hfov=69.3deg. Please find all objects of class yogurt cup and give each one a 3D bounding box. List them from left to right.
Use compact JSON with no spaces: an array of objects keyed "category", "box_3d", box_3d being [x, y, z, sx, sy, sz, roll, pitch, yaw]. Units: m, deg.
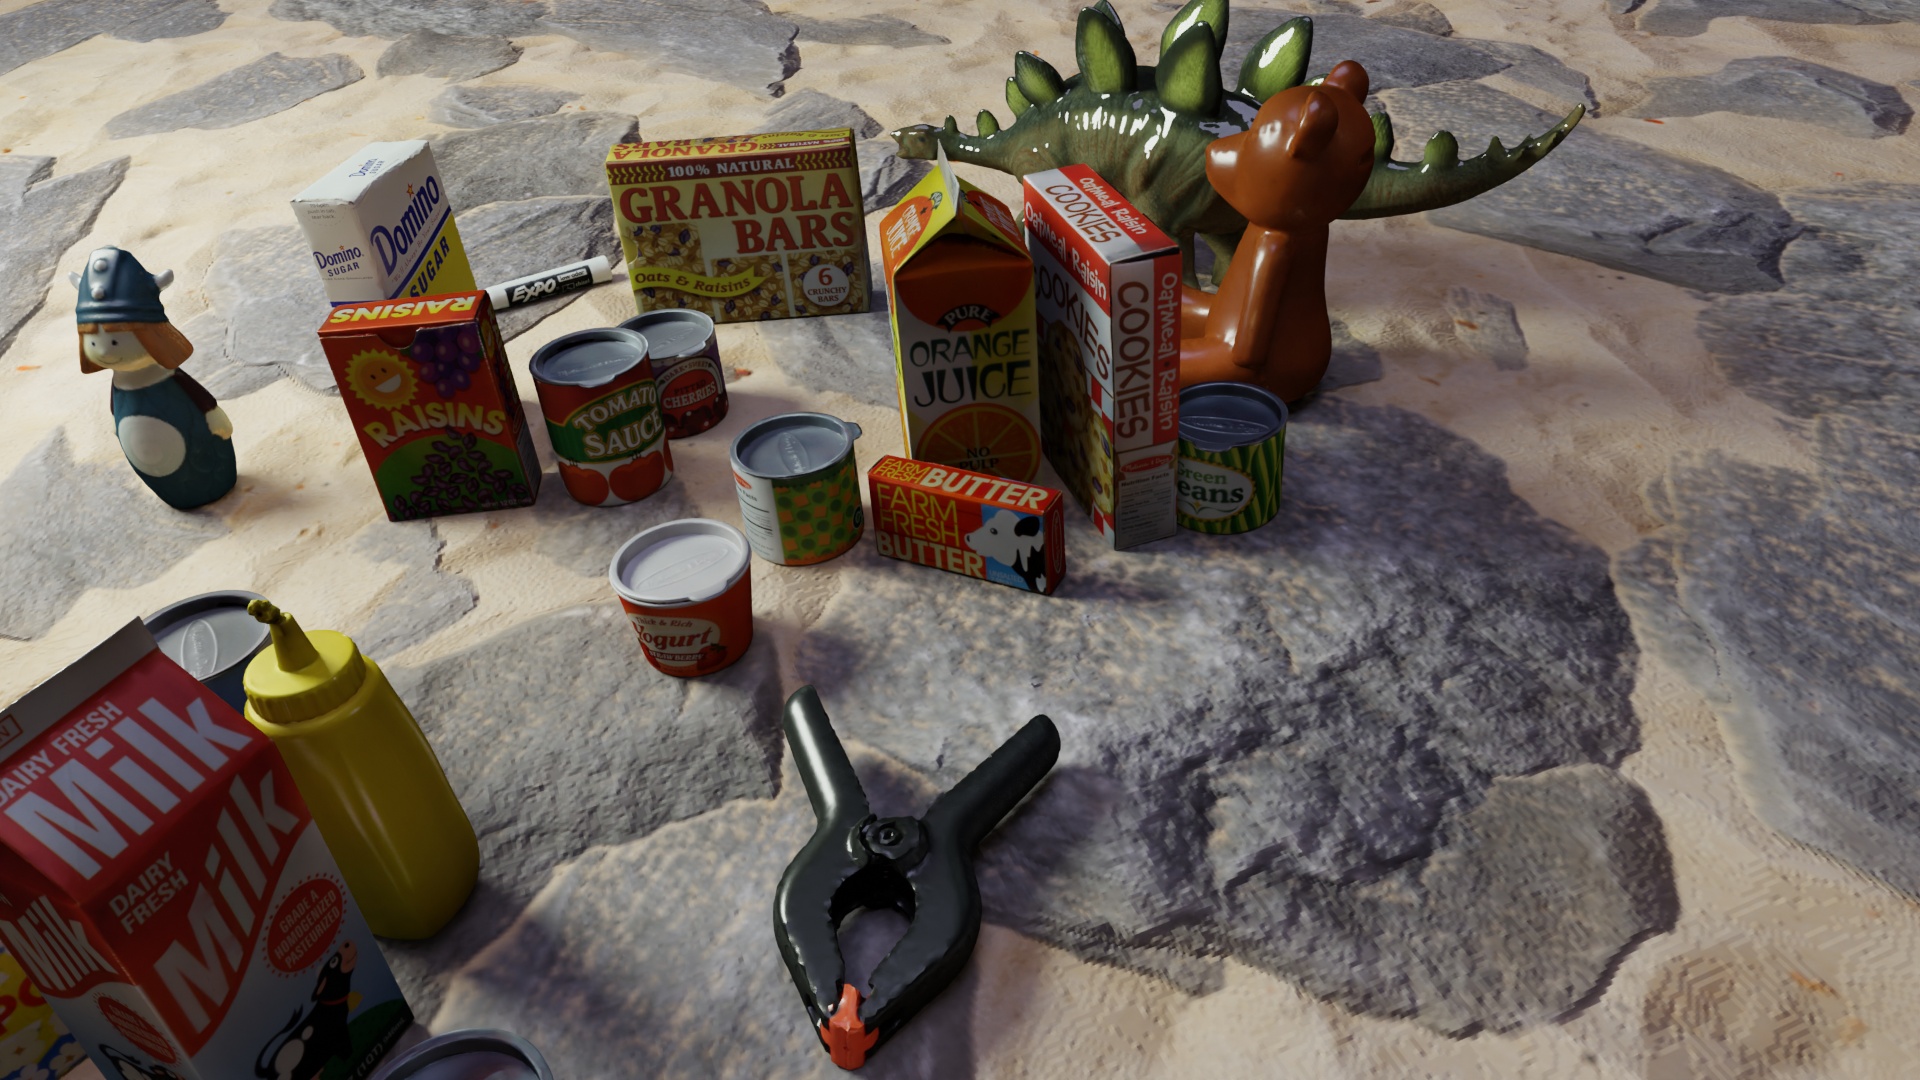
[{"category":"yogurt cup","box_3d":[-0.133,0.029,0.679,0.072,0.053,0.073,-3,36,2]}]

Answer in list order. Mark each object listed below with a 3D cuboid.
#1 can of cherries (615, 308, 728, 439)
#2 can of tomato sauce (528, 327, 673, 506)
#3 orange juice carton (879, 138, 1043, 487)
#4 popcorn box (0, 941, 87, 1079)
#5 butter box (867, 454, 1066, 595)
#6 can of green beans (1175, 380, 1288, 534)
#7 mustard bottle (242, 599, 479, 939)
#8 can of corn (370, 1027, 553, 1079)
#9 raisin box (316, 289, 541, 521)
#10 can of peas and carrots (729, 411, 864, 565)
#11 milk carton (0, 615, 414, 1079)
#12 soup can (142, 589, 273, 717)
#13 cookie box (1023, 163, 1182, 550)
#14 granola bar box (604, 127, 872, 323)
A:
[{"category":"can of cherries","box_3d":[-0.180,-0.103,0.864,0.071,0.058,0.072,-3,36,2]},{"category":"can of tomato sauce","box_3d":[-0.204,-0.070,0.800,0.071,0.082,0.071,-3,36,2]},{"category":"orange juice carton","box_3d":[0.000,-0.110,0.738,0.073,0.191,0.072,-8,36,-4]},{"category":"popcorn box","box_3d":[-0.342,0.153,0.505,0.038,0.084,0.127,20,43,31]},{"category":"butter box","box_3d":[0.003,-0.009,0.717,0.103,0.052,0.024,13,39,23]},{"category":"can of green beans","box_3d":[0.140,-0.045,0.747,0.071,0.057,0.071,-3,36,2]},{"category":"mustard bottle","box_3d":[-0.232,0.083,0.525,0.065,0.159,0.049,9,38,19]},{"category":"can of corn","box_3d":[-0.153,0.201,0.440,0.071,0.058,0.071,-3,36,2]},{"category":"raisin box","box_3d":[-0.295,-0.074,0.782,0.086,0.122,0.040,-6,36,-2]},{"category":"can of peas and carrots","box_3d":[-0.085,-0.029,0.750,0.071,0.058,0.071,-3,36,2]},{"category":"milk carton","box_3d":[-0.258,0.118,0.455,0.073,0.189,0.073,12,39,22]},{"category":"soup can","box_3d":[-0.325,0.075,0.612,0.071,0.083,0.072,-3,36,2]},{"category":"cookie box","box_3d":[0.074,-0.099,0.736,0.040,0.166,0.123,-14,37,-12]},{"category":"granola bar box","box_3d":[-0.149,-0.214,0.959,0.166,0.123,0.039,-4,36,1]}]
